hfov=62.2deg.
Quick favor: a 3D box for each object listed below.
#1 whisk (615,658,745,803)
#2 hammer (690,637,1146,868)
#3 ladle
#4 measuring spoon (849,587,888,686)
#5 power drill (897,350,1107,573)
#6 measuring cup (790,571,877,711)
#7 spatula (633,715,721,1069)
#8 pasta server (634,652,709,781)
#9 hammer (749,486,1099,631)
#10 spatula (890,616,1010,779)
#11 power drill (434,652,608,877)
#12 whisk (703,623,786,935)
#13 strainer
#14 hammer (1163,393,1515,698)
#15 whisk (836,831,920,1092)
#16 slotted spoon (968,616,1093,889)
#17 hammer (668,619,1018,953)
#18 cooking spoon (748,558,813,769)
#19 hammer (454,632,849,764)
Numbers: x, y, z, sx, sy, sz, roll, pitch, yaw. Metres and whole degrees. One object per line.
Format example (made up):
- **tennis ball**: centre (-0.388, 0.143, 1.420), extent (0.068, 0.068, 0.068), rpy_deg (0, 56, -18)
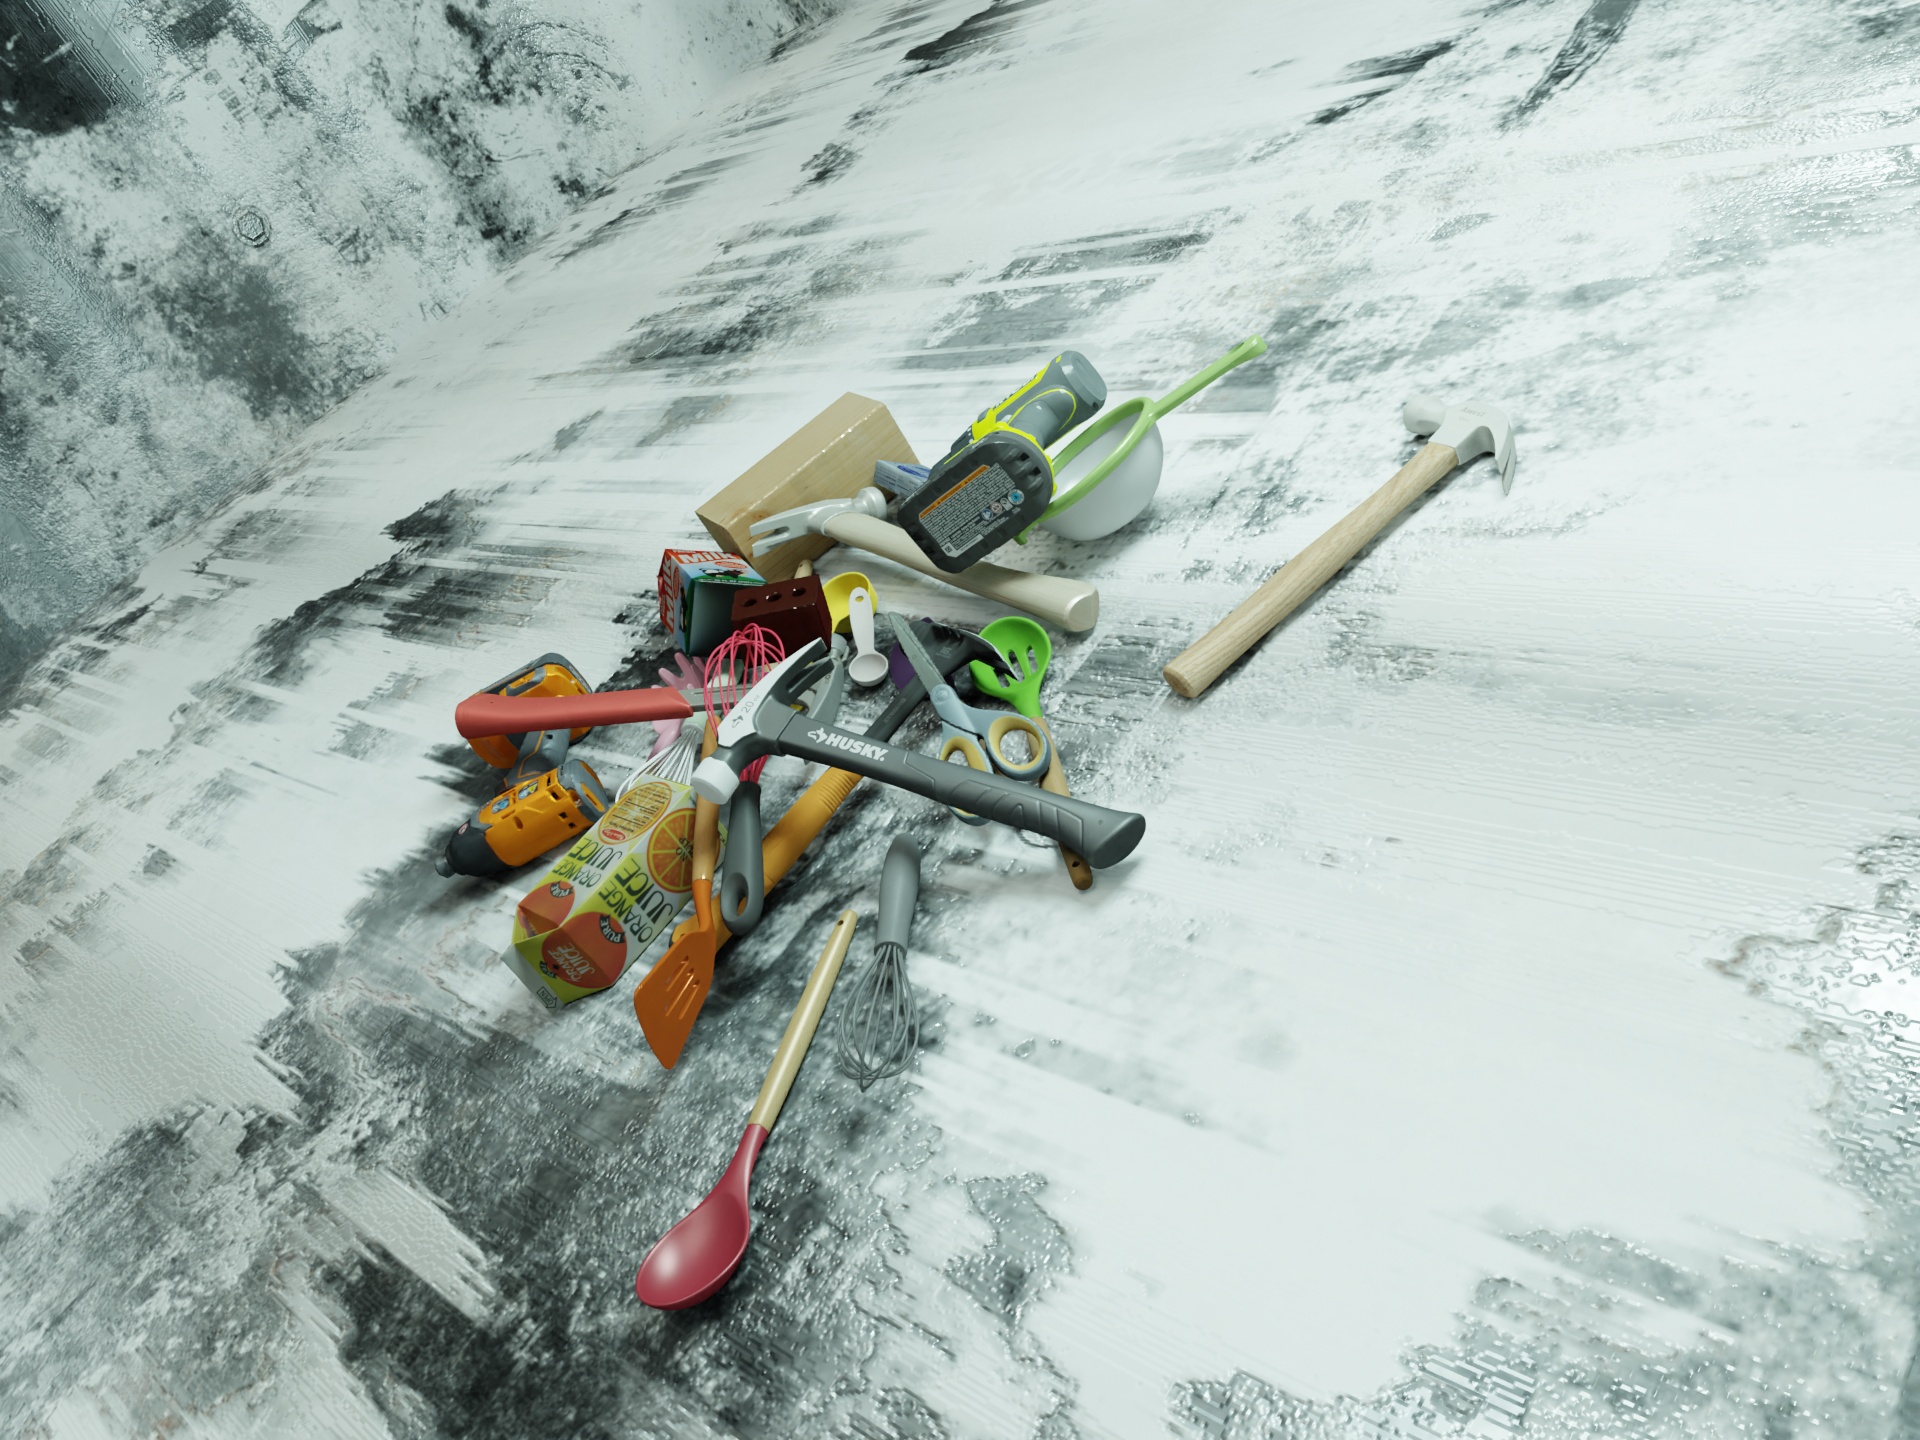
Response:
- **whisk**: centre (-0.241, 0.016, 1.410), extent (0.057, 0.059, 0.246), rpy_deg (-43, 17, 39)
- **hammer**: centre (-0.024, 0.034, 1.120), extent (0.335, 0.035, 0.146), rpy_deg (16, 58, 29)
- **ladle**: centre (-0.124, 0.244, 1.033), extent (0.069, 0.031, 0.316), rpy_deg (-8, 38, 29)
- **measuring spoon**: centre (-0.084, -0.073, 1.402), extent (0.034, 0.018, 0.124), rpy_deg (-12, 46, 2)
- **power drill**: centre (0.026, -0.220, 1.386), extent (0.190, 0.080, 0.229), rpy_deg (-33, 17, 30)
- **measuring cup**: centre (-0.119, -0.065, 1.440), extent (0.062, 0.029, 0.157), rpy_deg (3, 58, 30)
- **spatula**: centre (-0.200, 0.106, 1.180), extent (0.041, 0.080, 0.323), rpy_deg (-11, 40, 4)
- **pasta server**: centre (-0.287, 0.055, 1.403), extent (0.060, 0.040, 0.316), rpy_deg (-23, 33, 37)
- **hammer**: centre (-0.031, -0.140, 1.412), extent (0.146, 0.038, 0.411), rpy_deg (-22, 29, -30)
- **spatula**: centre (-0.002, -0.004, 1.262), extent (0.060, 0.018, 0.316), rpy_deg (-43, 32, 5)
- **power drill**: centre (-0.413, 0.049, 1.479), extent (0.164, 0.084, 0.227), rpy_deg (-28, 37, 6)
- **whisk**: centre (-0.165, 0.039, 1.221), extent (0.073, 0.073, 0.296), rpy_deg (-21, 47, 17)
- **strainer**: centre (0.162, -0.227, 1.334), extent (0.256, 0.069, 0.152), rpy_deg (-32, 20, 31)
- **hammer**: centre (0.281, -0.129, 1.179), extent (0.331, 0.031, 0.130), rpy_deg (-40, 33, -11)
- **whisk**: centre (-0.048, 0.153, 1.072), extent (0.055, 0.055, 0.239), rpy_deg (-20, 31, 18)
- **slotted spoon**: centre (0.058, 0.019, 1.176), extent (0.070, 0.031, 0.314), rpy_deg (-27, 35, 9)
- **hammer**: centre (-0.097, 0.058, 1.218), extent (0.337, 0.034, 0.127), rpy_deg (-49, 35, -15)
- **cooking spoon**: centre (-0.172, -0.055, 1.465), extent (0.069, 0.017, 0.319), rpy_deg (-26, 31, 27)
- **hammer**: centre (-0.278, -0.007, 1.385), extent (0.359, 0.036, 0.149), rpy_deg (-5, 37, 15)
